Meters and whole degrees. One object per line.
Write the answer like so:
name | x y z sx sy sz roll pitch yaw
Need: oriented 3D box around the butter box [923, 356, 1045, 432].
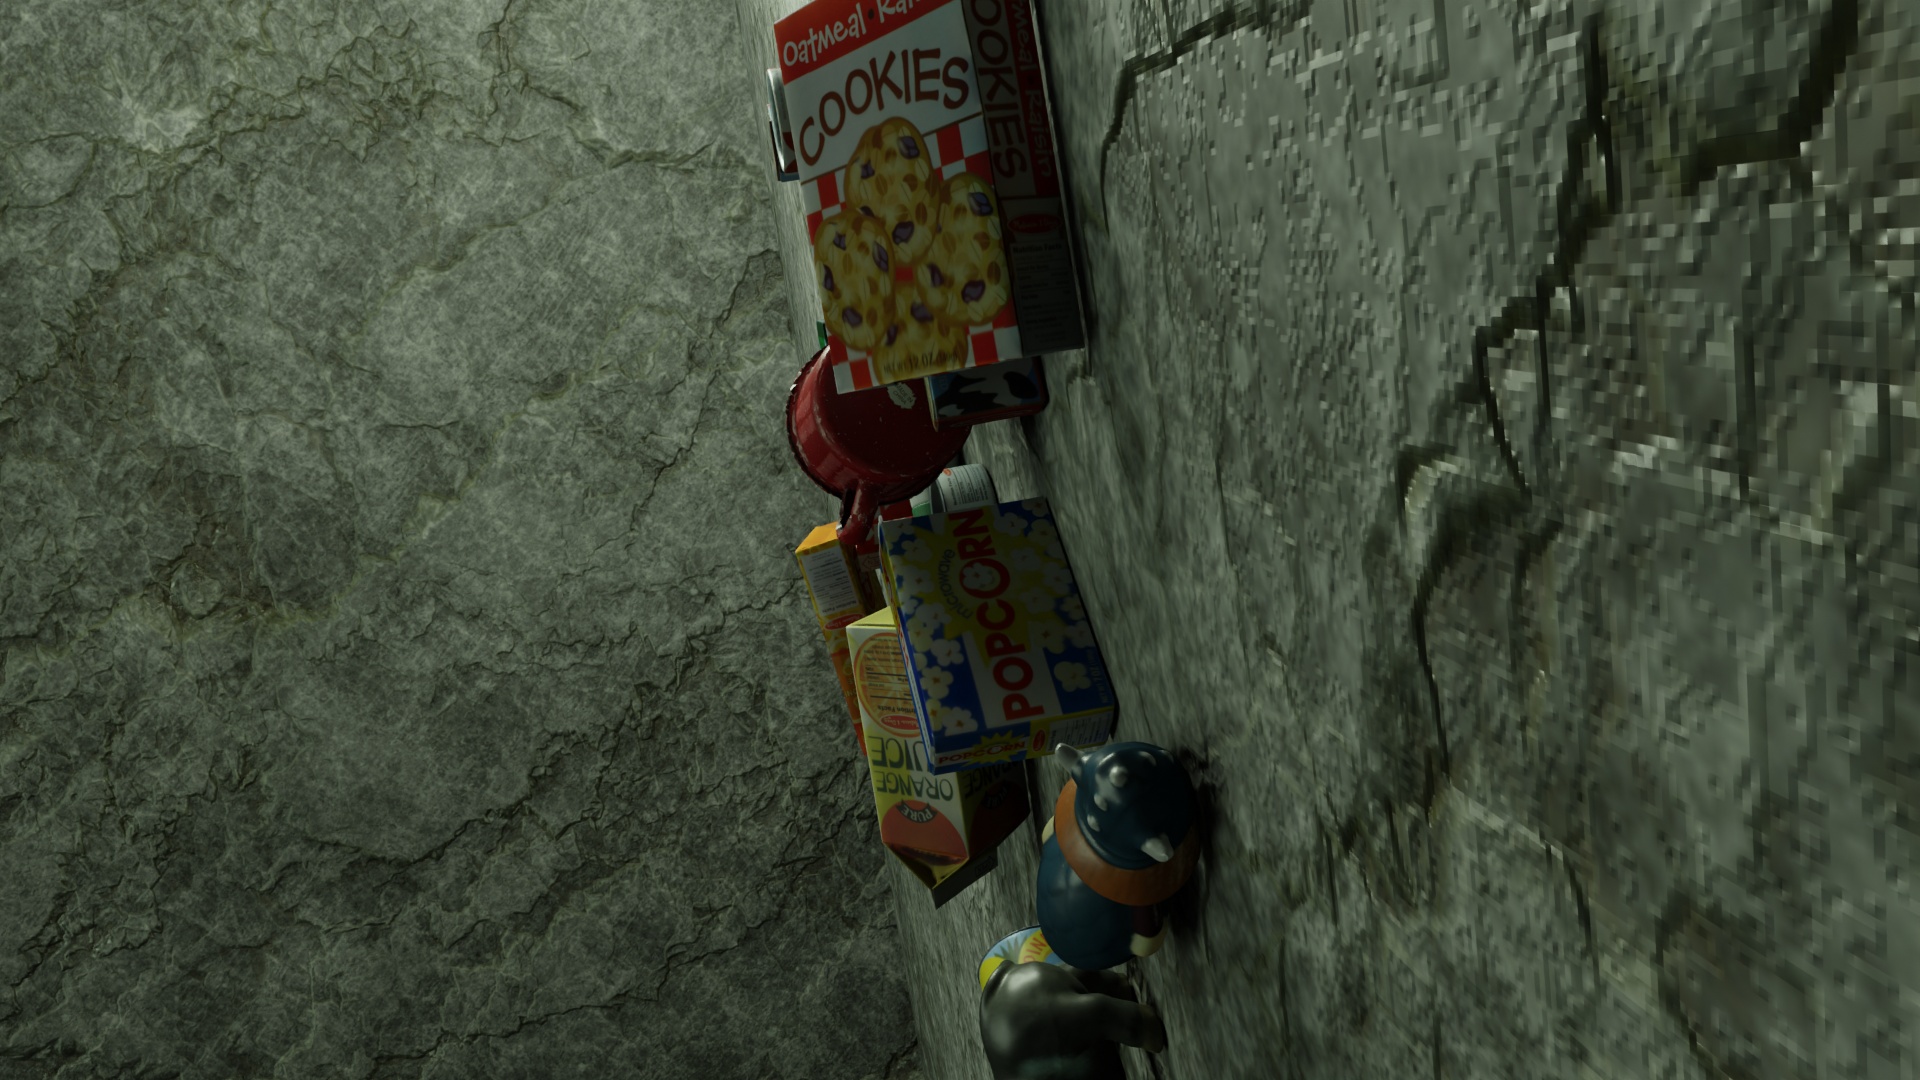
butter box | 0.004 -0.107 0.655 0.024 0.053 0.103 115 144 -81

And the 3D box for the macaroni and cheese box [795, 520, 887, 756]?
macaroni and cheese box | -0.078 0.071 1.095 0.124 0.040 0.166 -80 -28 -81

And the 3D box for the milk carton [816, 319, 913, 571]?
milk carton | -0.056 -0.075 1.037 0.073 0.072 0.190 -136 36 -77

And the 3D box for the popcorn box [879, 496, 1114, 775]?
popcorn box | 0.014 0.043 0.659 0.038 0.085 0.127 92 165 -52

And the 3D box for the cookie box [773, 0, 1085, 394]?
cookie box | -0.016 -0.153 0.584 0.123 0.040 0.167 -4 98 49

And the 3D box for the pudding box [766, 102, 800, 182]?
pudding box | -0.089 -0.281 0.965 0.030 0.084 0.049 -105 9 -45

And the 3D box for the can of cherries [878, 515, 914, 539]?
can of cherries | -0.024 0.012 0.977 0.071 0.058 0.071 172 87 -83

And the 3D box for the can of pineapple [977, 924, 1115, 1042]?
can of pineapple | 0.048 0.255 0.769 0.058 0.071 0.070 -112 14 -52

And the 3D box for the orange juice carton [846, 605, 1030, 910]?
orange juice carton | -0.010 0.136 0.895 0.073 0.072 0.192 -1 104 36

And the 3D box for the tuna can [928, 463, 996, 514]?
tuna can | 0.003 -0.011 0.851 0.071 0.033 0.071 172 88 -82

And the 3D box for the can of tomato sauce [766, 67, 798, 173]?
can of tomato sauce | -0.078 -0.274 0.895 0.071 0.083 0.071 172 88 -81

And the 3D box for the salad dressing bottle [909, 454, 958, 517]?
salad dressing bottle | -0.023 -0.059 0.934 0.064 0.044 0.148 128 130 -77
